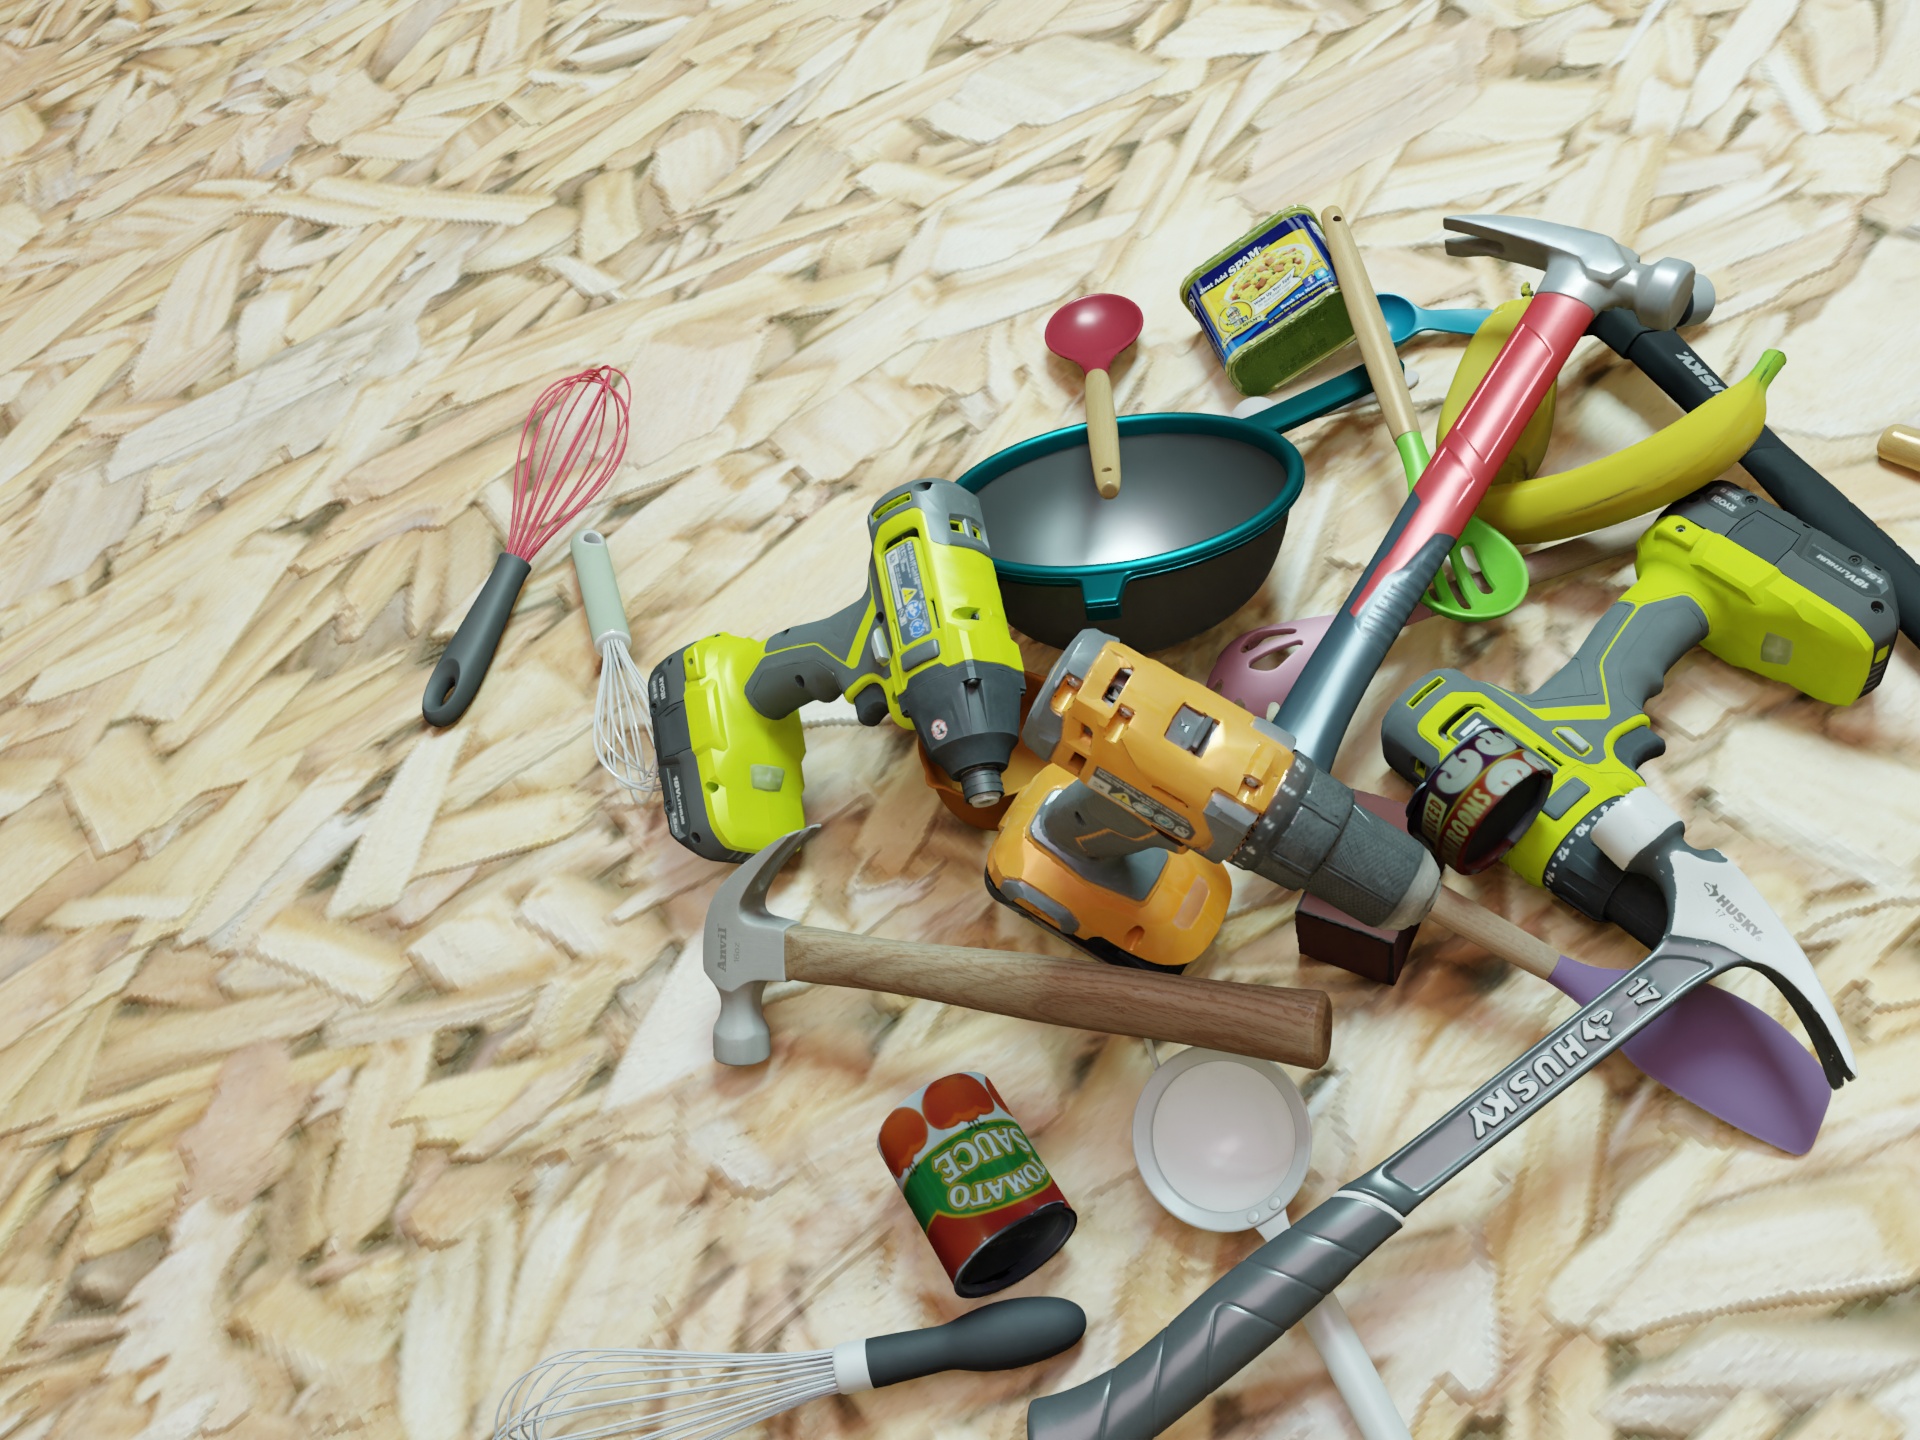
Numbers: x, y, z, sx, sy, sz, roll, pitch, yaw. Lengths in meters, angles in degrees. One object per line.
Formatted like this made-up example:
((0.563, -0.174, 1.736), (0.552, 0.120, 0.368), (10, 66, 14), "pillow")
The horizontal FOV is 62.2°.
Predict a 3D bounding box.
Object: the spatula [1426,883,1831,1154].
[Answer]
((0.257, 0.101, 0.752), (0.316, 0.018, 0.060), (29, 66, 11), "spatula")

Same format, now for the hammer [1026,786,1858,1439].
((0.197, 0.204, 0.690), (0.409, 0.036, 0.149), (-37, 64, -5), "hammer")

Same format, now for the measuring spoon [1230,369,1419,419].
((0.234, -0.209, 1.023), (0.124, 0.018, 0.034), (-15, 53, 5), "measuring spoon")

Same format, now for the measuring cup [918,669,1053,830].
((-0.001, -0.003, 0.930), (0.095, 0.052, 0.174), (-39, 53, -12), "measuring cup")

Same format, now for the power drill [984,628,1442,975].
((0.107, 0.059, 0.745), (0.185, 0.226, 0.084), (30, 67, 6), "power drill")

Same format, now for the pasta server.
((0.291, -0.070, 0.908), (0.316, 0.040, 0.060), (-19, 53, -2), "pasta server")

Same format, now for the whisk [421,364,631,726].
((-0.301, -0.126, 1.102), (0.073, 0.073, 0.296), (10, 66, 22), "whisk")

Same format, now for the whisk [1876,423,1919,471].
((0.605, -0.105, 0.830), (0.245, 0.051, 0.047), (33, 76, 35), "whisk")

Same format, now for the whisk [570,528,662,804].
((-0.223, -0.043, 1.030), (0.057, 0.059, 0.247), (2, 43, -27), "whisk")

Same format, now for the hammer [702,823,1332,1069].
((0.015, 0.125, 0.778), (0.331, 0.031, 0.130), (4, 100, 26), "hammer")

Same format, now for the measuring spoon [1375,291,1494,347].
((0.320, -0.254, 1.035), (0.128, 0.021, 0.042), (5, 66, 9), "measuring spoon")

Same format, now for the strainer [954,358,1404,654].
((0.147, -0.123, 0.953), (0.340, 0.095, 0.211), (-28, 34, -26), "strainer")

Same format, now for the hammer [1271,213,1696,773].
((0.242, -0.115, 0.861), (0.143, 0.038, 0.386), (27, 76, 31), "hammer")

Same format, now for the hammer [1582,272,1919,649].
((0.451, -0.135, 0.879), (0.146, 0.035, 0.335), (-12, 54, -23), "hammer")

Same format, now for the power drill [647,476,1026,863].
((-0.066, -0.008, 0.864), (0.223, 0.080, 0.171), (-26, 66, 35), "power drill")

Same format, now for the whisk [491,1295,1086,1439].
((-0.081, 0.307, 0.740), (0.284, 0.070, 0.070), (-13, 54, 1), "whisk")

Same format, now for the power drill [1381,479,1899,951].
((0.359, -0.001, 0.809), (0.228, 0.080, 0.191), (-39, 54, -8), "power drill")

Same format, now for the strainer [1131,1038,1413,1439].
((0.152, 0.249, 0.719), (0.087, 0.050, 0.259), (-35, 58, 13), "strainer")

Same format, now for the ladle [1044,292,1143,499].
((0.087, -0.205, 0.992), (0.069, 0.031, 0.316), (-10, 30, 9), "ladle")

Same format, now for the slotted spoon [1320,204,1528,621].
((0.257, -0.185, 0.931), (0.070, 0.031, 0.314), (-8, 62, -4), "slotted spoon")
